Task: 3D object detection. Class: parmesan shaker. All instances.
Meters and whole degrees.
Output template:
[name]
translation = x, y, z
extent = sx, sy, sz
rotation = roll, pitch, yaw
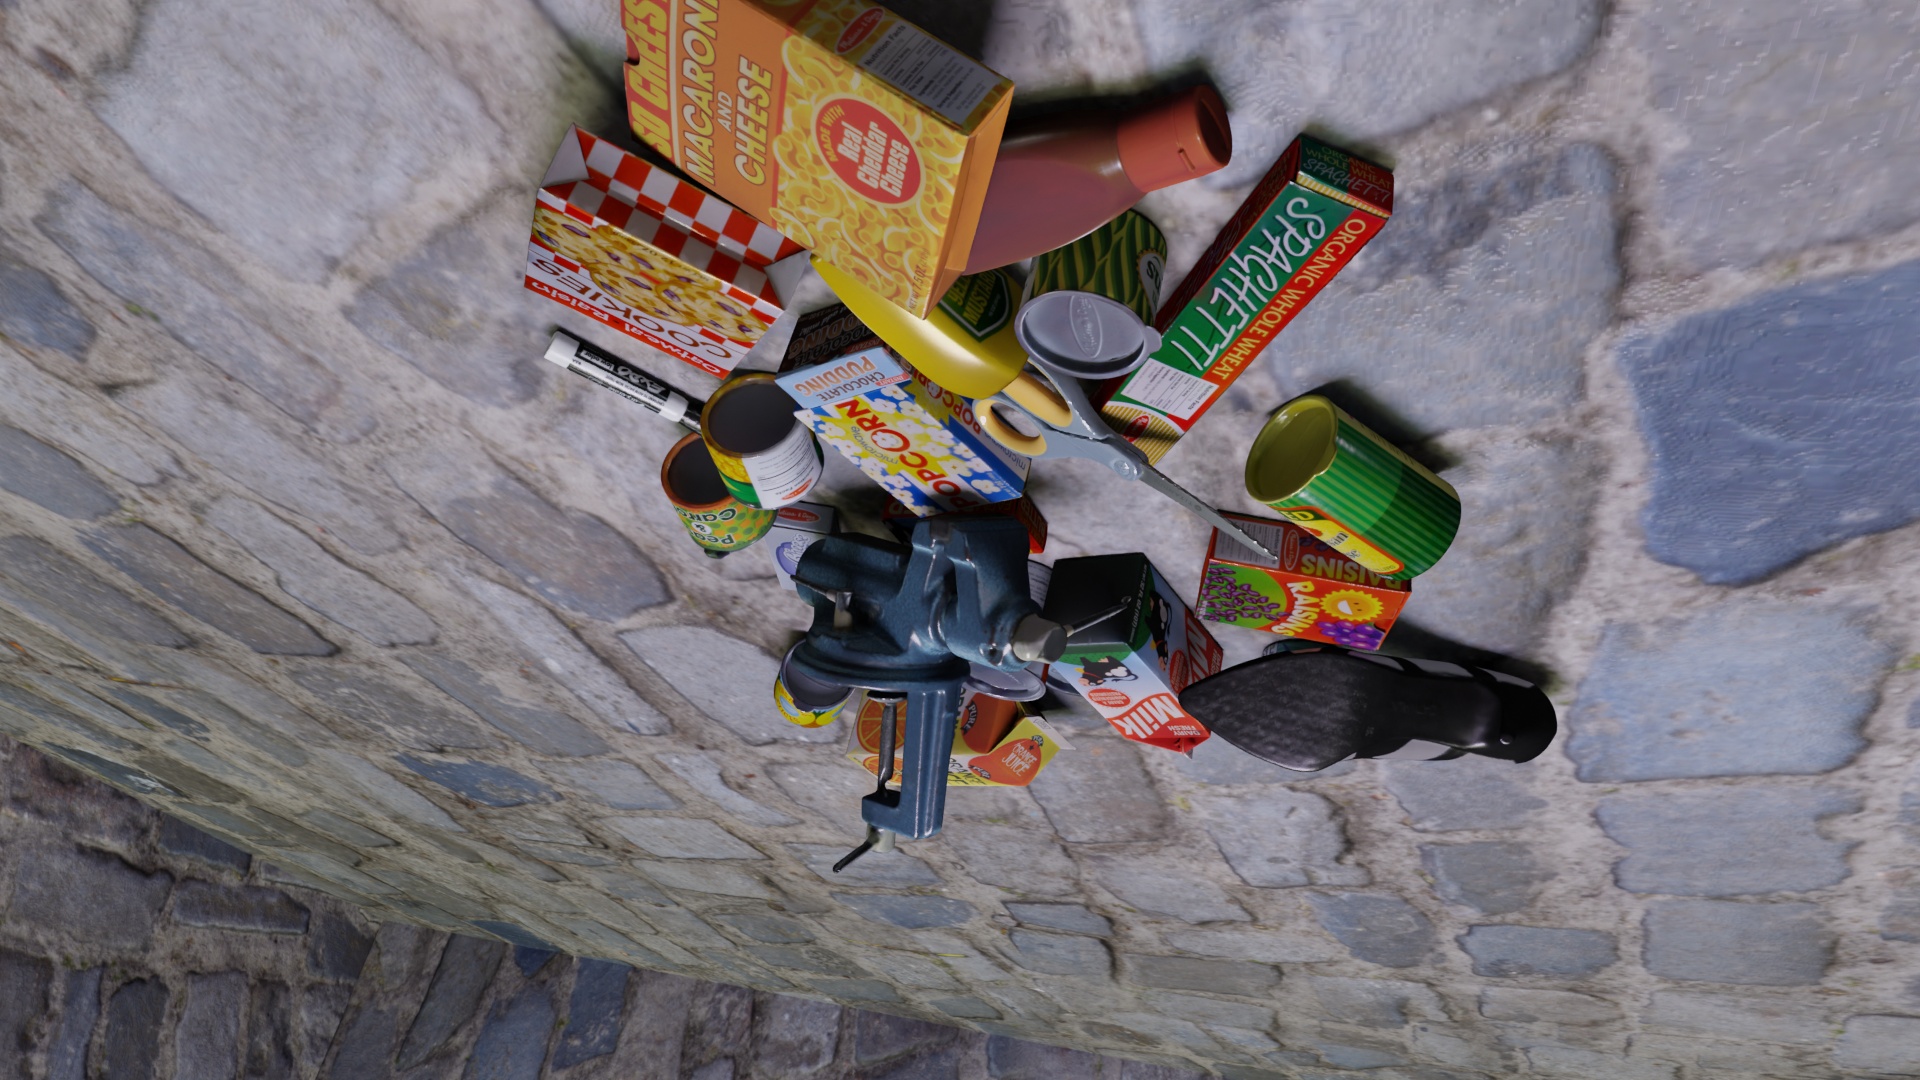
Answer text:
[parmesan shaker]
translation = 0.218, -0.026, 0.764
extent = 0.103, 0.071, 0.071
rotation = 29, 149, -24

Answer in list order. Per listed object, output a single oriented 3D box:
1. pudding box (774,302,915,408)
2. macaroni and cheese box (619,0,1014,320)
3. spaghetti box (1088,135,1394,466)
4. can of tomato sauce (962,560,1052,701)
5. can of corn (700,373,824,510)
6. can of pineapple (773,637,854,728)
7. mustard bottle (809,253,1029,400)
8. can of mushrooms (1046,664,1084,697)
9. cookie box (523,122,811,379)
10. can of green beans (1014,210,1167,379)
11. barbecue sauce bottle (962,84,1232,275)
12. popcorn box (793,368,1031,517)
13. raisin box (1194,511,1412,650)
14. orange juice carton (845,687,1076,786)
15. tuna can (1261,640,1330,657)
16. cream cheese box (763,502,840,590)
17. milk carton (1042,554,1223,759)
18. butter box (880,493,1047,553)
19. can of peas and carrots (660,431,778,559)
[pudding box]
translation = -0.059, -0.107, 0.771
extent = 0.083, 0.050, 0.030
rotation = -10, 142, 38
[macaroni and cheese box]
translation = -0.067, -0.182, 0.594
extent = 0.166, 0.040, 0.123
rotation = 32, 152, 6
[spaghetti box]
translation = 0.129, -0.109, 0.701
extent = 0.050, 0.029, 0.249
rotation = 20, 151, -10
[can of tomato sauce]
translation = 0.036, 0.065, 1.002
extent = 0.071, 0.083, 0.071
rotation = 11, 152, 6
[can of corn]
translation = -0.125, -0.063, 0.866
extent = 0.071, 0.071, 0.058
rotation = 8, 150, 12
[can of pineapple]
translation = -0.127, 0.125, 1.202
extent = 0.071, 0.071, 0.057
rotation = 18, 151, -6
[mustard bottle]
translation = -0.033, -0.136, 0.694
extent = 0.160, 0.065, 0.048
rotation = 34, 144, -23
[can of mushrooms]
translation = 0.095, 0.095, 1.083
extent = 0.071, 0.033, 0.070
rotation = 11, 151, 6
[cookie box]
translation = -0.156, -0.141, 0.716
extent = 0.123, 0.040, 0.167
rotation = 25, 167, -16
[can of green beans]
translation = 0.064, -0.121, 0.677
extent = 0.071, 0.058, 0.071
rotation = 11, 151, 6
[barbecue sauce bottle]
translation = 0.047, -0.164, 0.624
extent = 0.148, 0.044, 0.064
rotation = -9, 138, 35
[popcorn box]
translation = -0.027, -0.066, 0.841
extent = 0.085, 0.038, 0.126
rotation = -10, 143, 39
[raisin box]
translation = 0.219, 0.028, 0.896
extent = 0.123, 0.040, 0.085
rotation = 10, 151, 7
[orange juice carton]
translation = 0.002, 0.170, 1.219
extent = 0.192, 0.073, 0.071
rotation = -6, 146, 32
[tuna can]
translation = 0.250, 0.101, 1.021
extent = 0.071, 0.033, 0.070
rotation = 11, 152, 6
[cream cheese box]
translation = -0.113, 0.007, 1.030
extent = 0.053, 0.024, 0.103
rotation = 10, 152, 9
[milk carton]
translation = 0.135, 0.090, 1.013
extent = 0.073, 0.072, 0.190
rotation = -6, 146, 33
[butter box]
translation = 0.003, -0.012, 0.941
extent = 0.103, 0.024, 0.053
rotation = -2, 148, 29
[can of peas and carrots]
translation = -0.162, -0.032, 0.931
extent = 0.071, 0.071, 0.058
rotation = 7, 150, 13
